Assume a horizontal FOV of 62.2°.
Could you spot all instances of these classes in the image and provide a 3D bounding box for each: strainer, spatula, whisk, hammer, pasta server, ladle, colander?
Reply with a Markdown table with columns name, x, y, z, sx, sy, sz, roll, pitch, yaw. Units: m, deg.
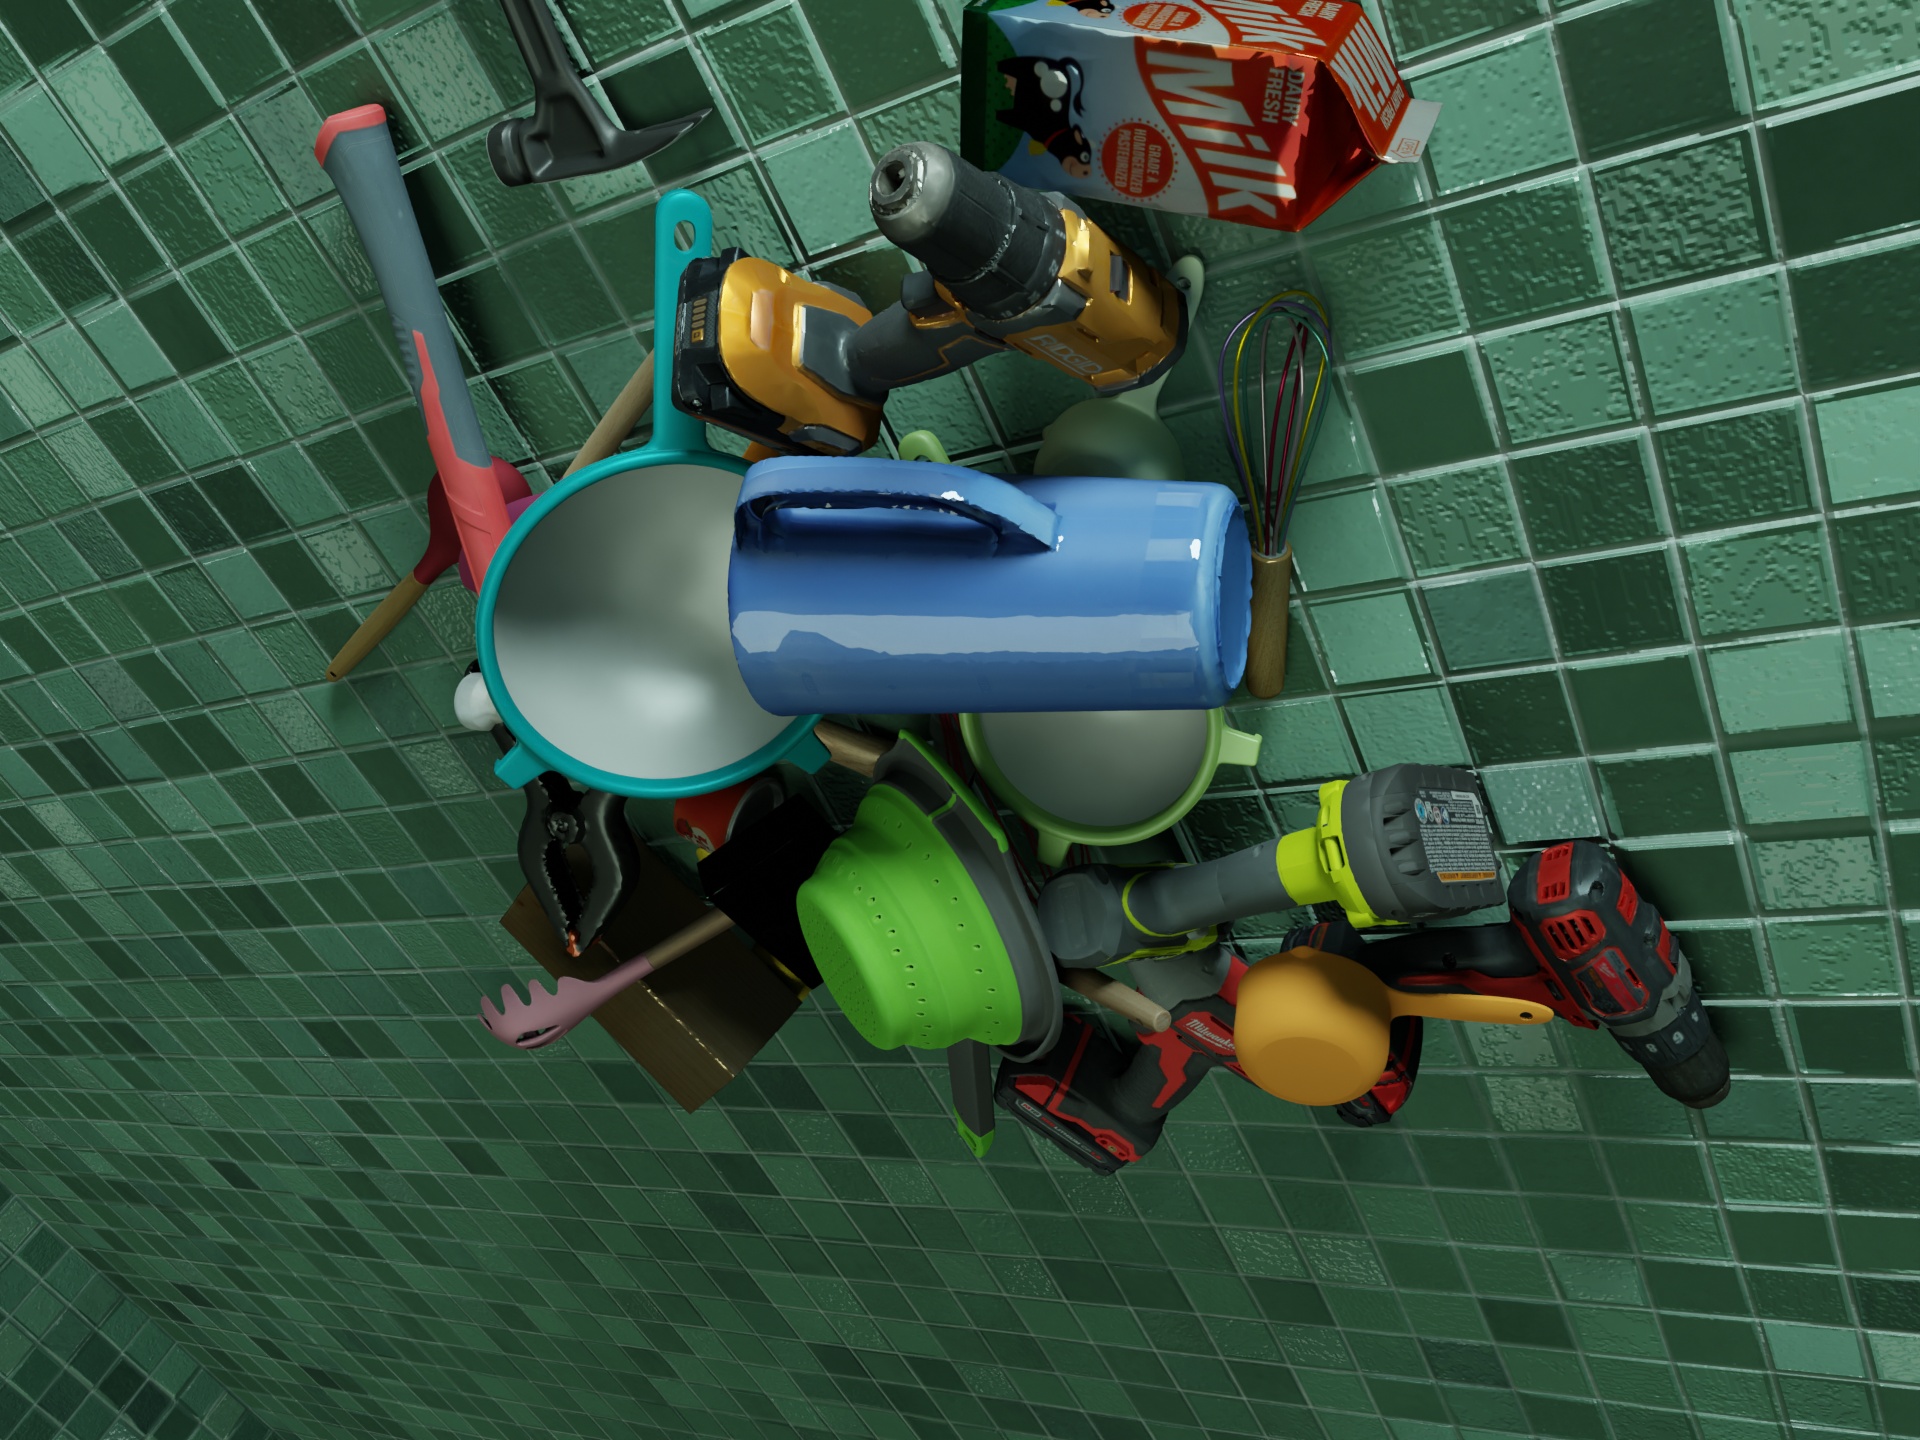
| name | x | y | z | sx | sy | sz | roll | pitch | yaw |
| --- | --- | --- | --- | --- | --- | --- | --- | --- | --- |
| strainer | -0.166 | -0.125 | 0.893 | 0.211 | 0.095 | 0.340 | -2 | 115 | -19 |
| spatula | 0.029 | 0.137 | 0.993 | 0.316 | 0.018 | 0.059 | 18 | 146 | 57 |
| whisk | -0.001 | -0.003 | 0.934 | 0.073 | 0.073 | 0.295 | -17 | 106 | 37 |
| strainer | 0.051 | -0.055 | 0.889 | 0.151 | 0.069 | 0.256 | -32 | 93 | 29 |
| hammer | -0.147 | -0.008 | 1.049 | 0.331 | 0.031 | 0.130 | 20 | 135 | 11 |
| hammer | -0.283 | -0.160 | 0.939 | 0.143 | 0.038 | 0.386 | 3 | 121 | 22 |
| whisk | 0.160 | -0.104 | 0.797 | 0.051 | 0.047 | 0.244 | 21 | 141 | 27 |
| hammer | -0.229 | -0.415 | 0.725 | 0.127 | 0.034 | 0.336 | 1 | 129 | 28 |
| pasta server | -0.194 | 0.146 | 1.102 | 0.316 | 0.040 | 0.060 | -31 | 146 | 5 |
| ladle | -0.383 | -0.092 | 1.104 | 0.069 | 0.031 | 0.315 | 43 | 137 | -17 |
| colander | -0.029 | 0.184 | 1.005 | 0.205 | 0.094 | 0.396 | 47 | 154 | 37 |

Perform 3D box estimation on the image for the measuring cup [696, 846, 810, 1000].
| name | x | y | z | sx | sy | sz | roll | pitch | yaw |
| --- | --- | --- | --- | --- | --- | --- | --- | --- | --- |
| measuring cup | -0.162 | 0.159 | 1.205 | 0.062 | 0.029 | 0.156 | -9 | 127 | 33 |

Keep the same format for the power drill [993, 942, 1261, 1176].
| name | x | y | z | sx | sy | sz | roll | pitch | yaw |
| --- | --- | --- | --- | --- | --- | --- | --- | --- | --- |
| power drill | 0.121 | 0.216 | 1.071 | 0.143 | 0.079 | 0.219 | 37 | 137 | -6 |

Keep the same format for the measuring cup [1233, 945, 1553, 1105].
| name | x | y | z | sx | sy | sz | roll | pitch | yaw |
| --- | --- | --- | --- | --- | --- | --- | --- | --- | --- |
| measuring cup | 0.237 | 0.177 | 0.884 | 0.173 | 0.052 | 0.095 | -1 | 130 | 22 |

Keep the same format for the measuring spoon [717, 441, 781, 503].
| name | x | y | z | sx | sy | sz | roll | pitch | yaw |
| --- | --- | --- | --- | --- | --- | --- | --- | --- | --- |
| measuring spoon | -0.109 | -0.158 | 0.908 | 0.021 | 0.011 | 0.117 | 41 | 135 | -11 |

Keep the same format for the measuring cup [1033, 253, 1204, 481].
| name | x | y | z | sx | sy | sz | roll | pitch | yaw |
| --- | --- | --- | --- | --- | --- | --- | --- | --- | --- |
| measuring cup | 0.085 | -0.153 | 0.790 | 0.083 | 0.038 | 0.167 | 25 | 138 | 5 |

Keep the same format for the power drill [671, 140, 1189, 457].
| name | x | y | z | sx | sy | sz | roll | pitch | yaw |
| --- | --- | --- | --- | --- | --- | --- | --- | --- | --- |
| power drill | -0.035 | -0.189 | 0.729 | 0.226 | 0.084 | 0.185 | -4 | 169 | 36 |

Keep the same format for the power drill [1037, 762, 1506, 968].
| name | x | y | z | sx | sy | sz | roll | pitch | yaw |
| --- | --- | --- | --- | --- | --- | --- | --- | --- | --- |
| power drill | 0.178 | 0.090 | 0.895 | 0.223 | 0.171 | 0.080 | -20 | 74 | 37 |

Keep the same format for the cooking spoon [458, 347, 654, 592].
| name | x | y | z | sx | sy | sz | roll | pitch | yaw |
| --- | --- | --- | --- | --- | --- | --- | --- | --- | --- |
| cooking spoon | -0.221 | -0.157 | 0.953 | 0.068 | 0.017 | 0.319 | 18 | 140 | -31 |

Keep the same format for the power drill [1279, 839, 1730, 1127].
| name | x | y | z | sx | sy | sz | roll | pitch | yaw |
| --- | --- | --- | --- | --- | --- | --- | --- | --- | --- |
| power drill | 0.318 | 0.173 | 0.938 | 0.226 | 0.080 | 0.187 | -24 | 115 | 37 |
